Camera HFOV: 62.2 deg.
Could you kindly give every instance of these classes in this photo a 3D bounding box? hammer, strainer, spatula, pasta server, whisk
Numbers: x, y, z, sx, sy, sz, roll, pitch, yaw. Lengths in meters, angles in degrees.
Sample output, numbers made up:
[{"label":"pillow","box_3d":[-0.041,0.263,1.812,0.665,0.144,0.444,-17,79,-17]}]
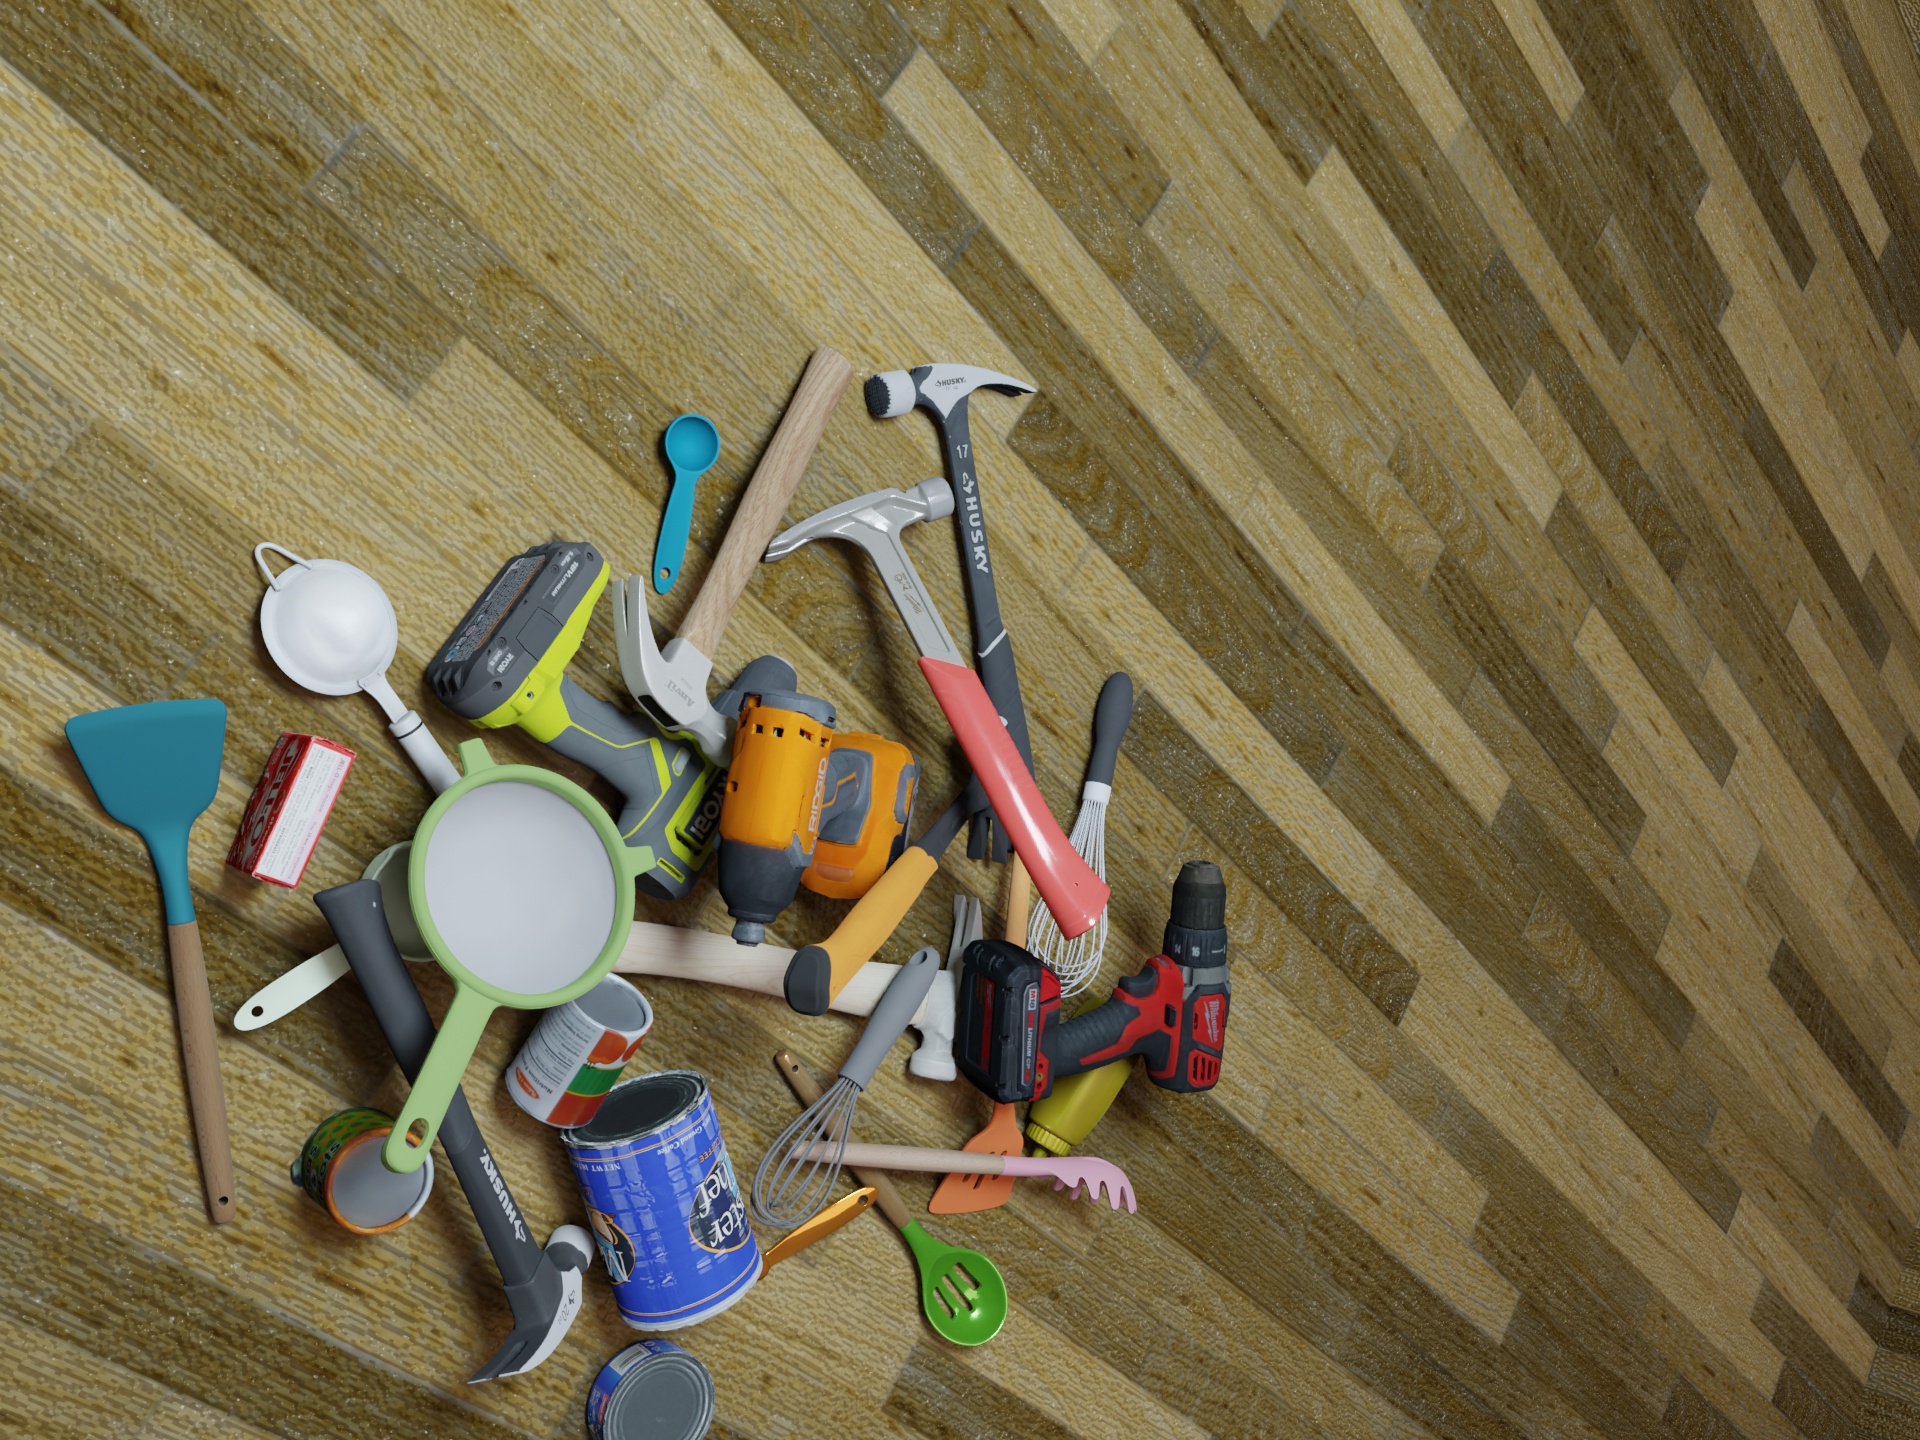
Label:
[{"label":"hammer","box_3d":[-0.315,0.247,0.976,0.035,0.146,0.334,-16,108,9]},{"label":"strainer","box_3d":[-0.295,0.150,0.958,0.151,0.069,0.257,38,52,-29]},{"label":"hammer","box_3d":[0.025,-0.084,1.285,0.149,0.036,0.409,-17,102,-36]},{"label":"spatula","box_3d":[-0.453,0.145,0.929,0.082,0.044,0.317,-9,98,-29]},{"label":"hammer","box_3d":[-0.036,0.115,1.134,0.337,0.034,0.127,-46,140,-58]},{"label":"strainer","box_3d":[-0.353,-0.005,1.003,0.087,0.050,0.258,-51,123,-41]},{"label":"hammer","box_3d":[-0.145,-0.138,1.106,0.129,0.031,0.331,45,51,-35]},{"label":"pasta server","box_3d":[0.008,0.355,1.248,0.316,0.060,0.040,13,76,-29]},{"label":"whisk","box_3d":[0.107,0.093,1.342,0.070,0.070,0.285,23,73,-35]},{"label":"whisk","box_3d":[-0.078,0.264,1.163,0.055,0.055,0.239,49,59,-27]},{"label":"spatula","box_3d":[0.031,0.244,1.289,0.081,0.041,0.322,6,89,-35]},{"label":"hammer","box_3d":[-0.155,0.169,1.157,0.410,0.038,0.146,16,80,-36]},{"label":"hammer","box_3d":[-0.002,-0.004,1.151,0.149,0.036,0.359,-23,78,-19]}]

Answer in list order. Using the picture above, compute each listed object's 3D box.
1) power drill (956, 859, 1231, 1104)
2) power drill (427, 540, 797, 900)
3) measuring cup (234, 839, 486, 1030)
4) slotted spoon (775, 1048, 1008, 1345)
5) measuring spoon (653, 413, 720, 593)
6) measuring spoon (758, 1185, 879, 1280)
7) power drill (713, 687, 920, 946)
[{"label":"power drill","box_3d":[0.117,0.207,1.255,0.226,0.080,0.188,0,98,-27]},{"label":"power drill","box_3d":[-0.221,-0.015,1.078,0.228,0.080,0.191,45,62,-31]},{"label":"measuring cup","box_3d":[-0.377,0.136,0.991,0.167,0.038,0.083,-36,112,-28]},{"label":"slotted spoon","box_3d":[-0.056,0.372,1.244,0.070,0.031,0.313,-42,113,-25]},{"label":"measuring spoon","box_3d":[-0.202,-0.154,1.127,0.042,0.021,0.128,10,95,-36]},{"label":"measuring spoon","box_3d":[-0.110,0.386,1.199,0.117,0.011,0.021,-28,107,-20]},{"label":"power drill","box_3d":[-0.102,0.074,1.095,0.226,0.084,0.164,29,70,-73]}]
